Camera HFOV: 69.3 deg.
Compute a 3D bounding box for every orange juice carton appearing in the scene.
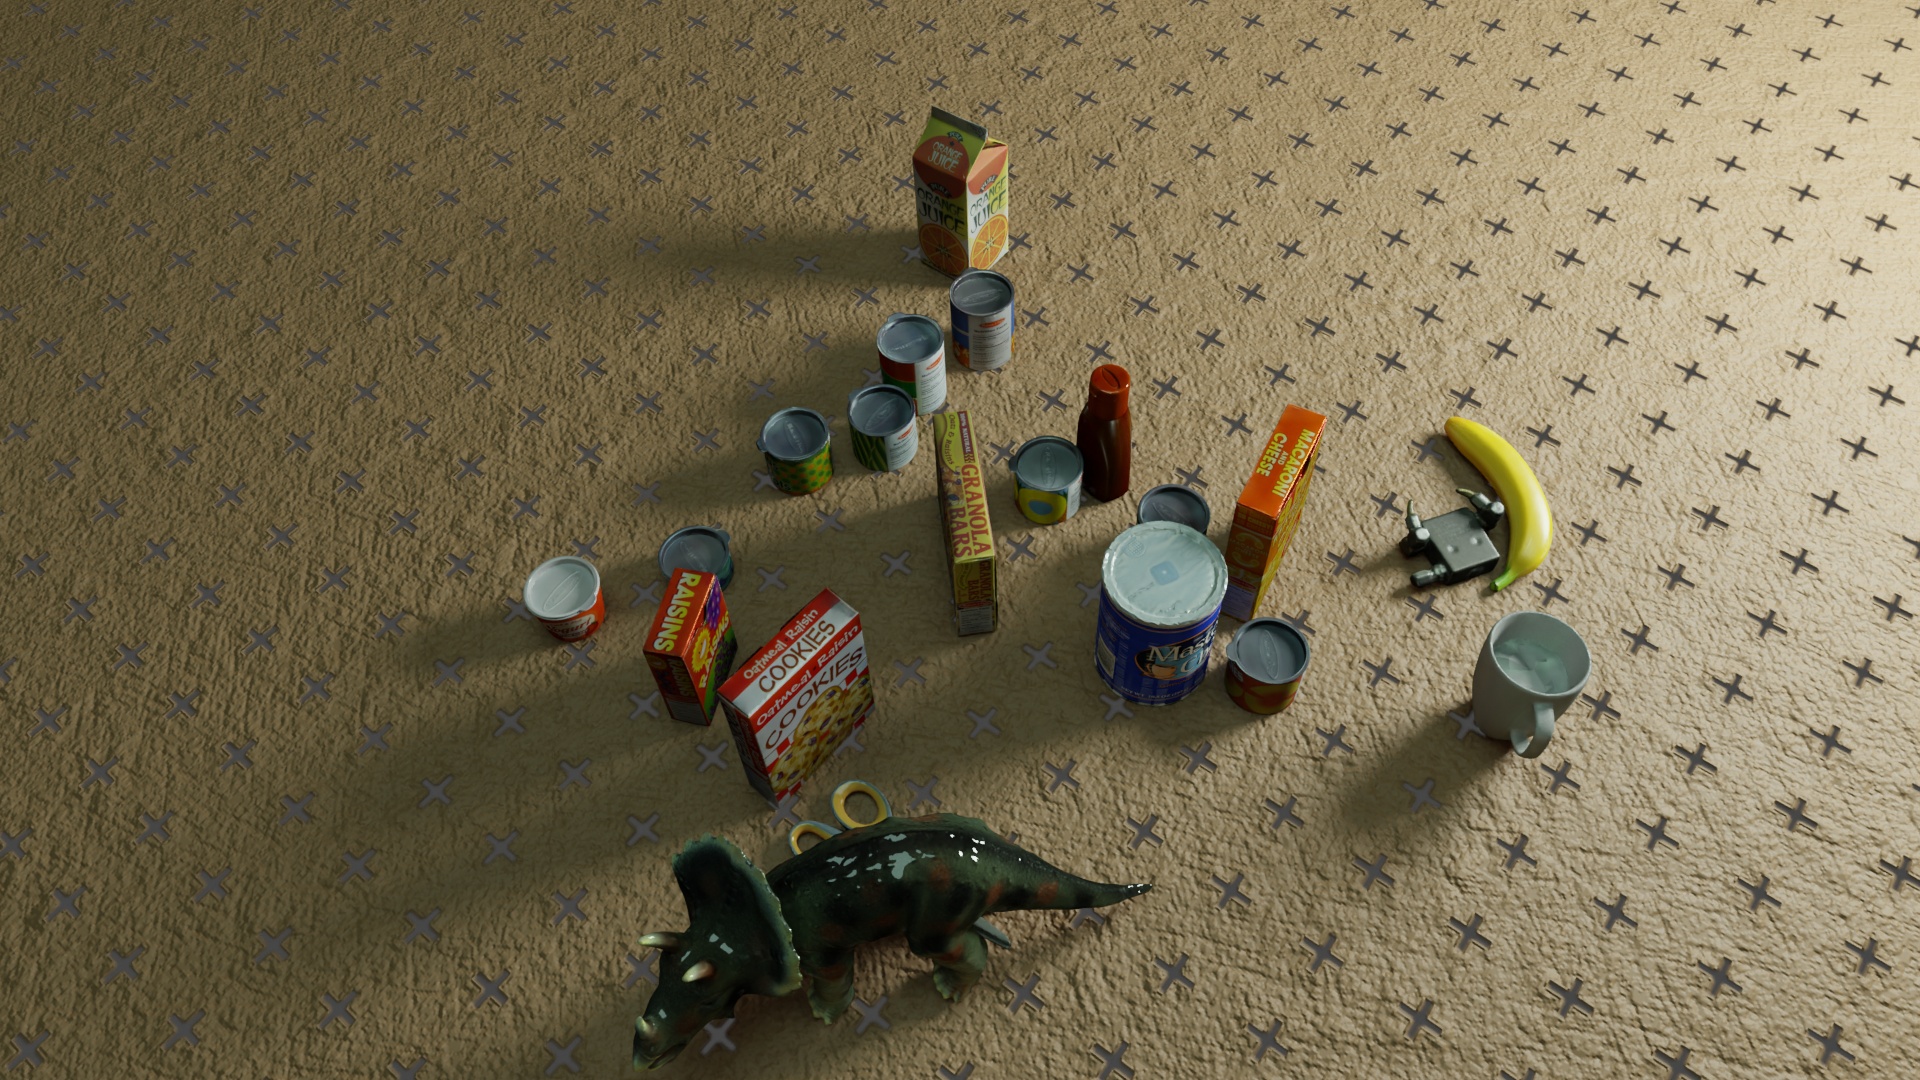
[{"bbox_3d":[0.001,-0.369,1.465,0.072,0.191,0.073,32,62,22],"label":"orange juice carton"}]

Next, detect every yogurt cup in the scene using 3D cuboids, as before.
[{"bbox_3d":[-0.357,0.056,1.264,0.072,0.053,0.073,-1,55,1],"label":"yogurt cup"}]

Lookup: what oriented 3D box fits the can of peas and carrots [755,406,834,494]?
[{"bbox_3d":[-0.160,-0.086,1.353,0.071,0.058,0.071,-1,55,1],"label":"can of peas and carrots"}]

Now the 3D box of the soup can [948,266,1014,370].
[{"bbox_3d":[0.022,-0.228,1.432,0.071,0.083,0.072,-1,55,1],"label":"soup can"}]

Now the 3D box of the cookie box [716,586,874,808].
[{"bbox_3d":[-0.131,0.130,1.134,0.040,0.166,0.123,34,63,23],"label":"cookie box"}]

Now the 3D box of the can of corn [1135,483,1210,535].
[{"bbox_3d":[0.193,-0.008,1.286,0.071,0.058,0.071,-1,55,1],"label":"can of corn"}]

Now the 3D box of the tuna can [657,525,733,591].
[{"bbox_3d":[-0.244,0.020,1.297,0.071,0.032,0.071,-1,55,1],"label":"tuna can"}]

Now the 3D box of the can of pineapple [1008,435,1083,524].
[{"bbox_3d":[0.082,-0.058,1.325,0.071,0.057,0.071,-1,55,1],"label":"can of pineapple"}]

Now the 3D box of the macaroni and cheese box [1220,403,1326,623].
[{"bbox_3d":[0.273,-0.021,1.227,0.040,0.165,0.124,23,59,17],"label":"macaroni and cheese box"}]

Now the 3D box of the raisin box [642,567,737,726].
[{"bbox_3d":[-0.229,0.092,1.191,0.040,0.122,0.086,10,56,9],"label":"raisin box"}]

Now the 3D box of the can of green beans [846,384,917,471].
[{"bbox_3d":[-0.076,-0.111,1.368,0.071,0.057,0.071,-1,55,1],"label":"can of green beans"}]

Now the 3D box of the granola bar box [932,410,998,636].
[{"bbox_3d":[0.004,-0.016,1.258,0.039,0.123,0.166,-7,55,-3],"label":"granola bar box"}]

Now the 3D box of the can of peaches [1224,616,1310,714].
[{"bbox_3d":[0.262,0.109,1.202,0.071,0.057,0.071,-1,55,1],"label":"can of peaches"}]

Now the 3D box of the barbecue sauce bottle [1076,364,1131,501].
[{"bbox_3d":[0.136,-0.103,1.300,0.044,0.147,0.065,-24,58,-14],"label":"barbecue sauce bottle"}]

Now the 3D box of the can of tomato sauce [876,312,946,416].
[{"bbox_3d":[-0.050,-0.177,1.399,0.071,0.082,0.071,-1,55,1],"label":"can of tomato sauce"}]
